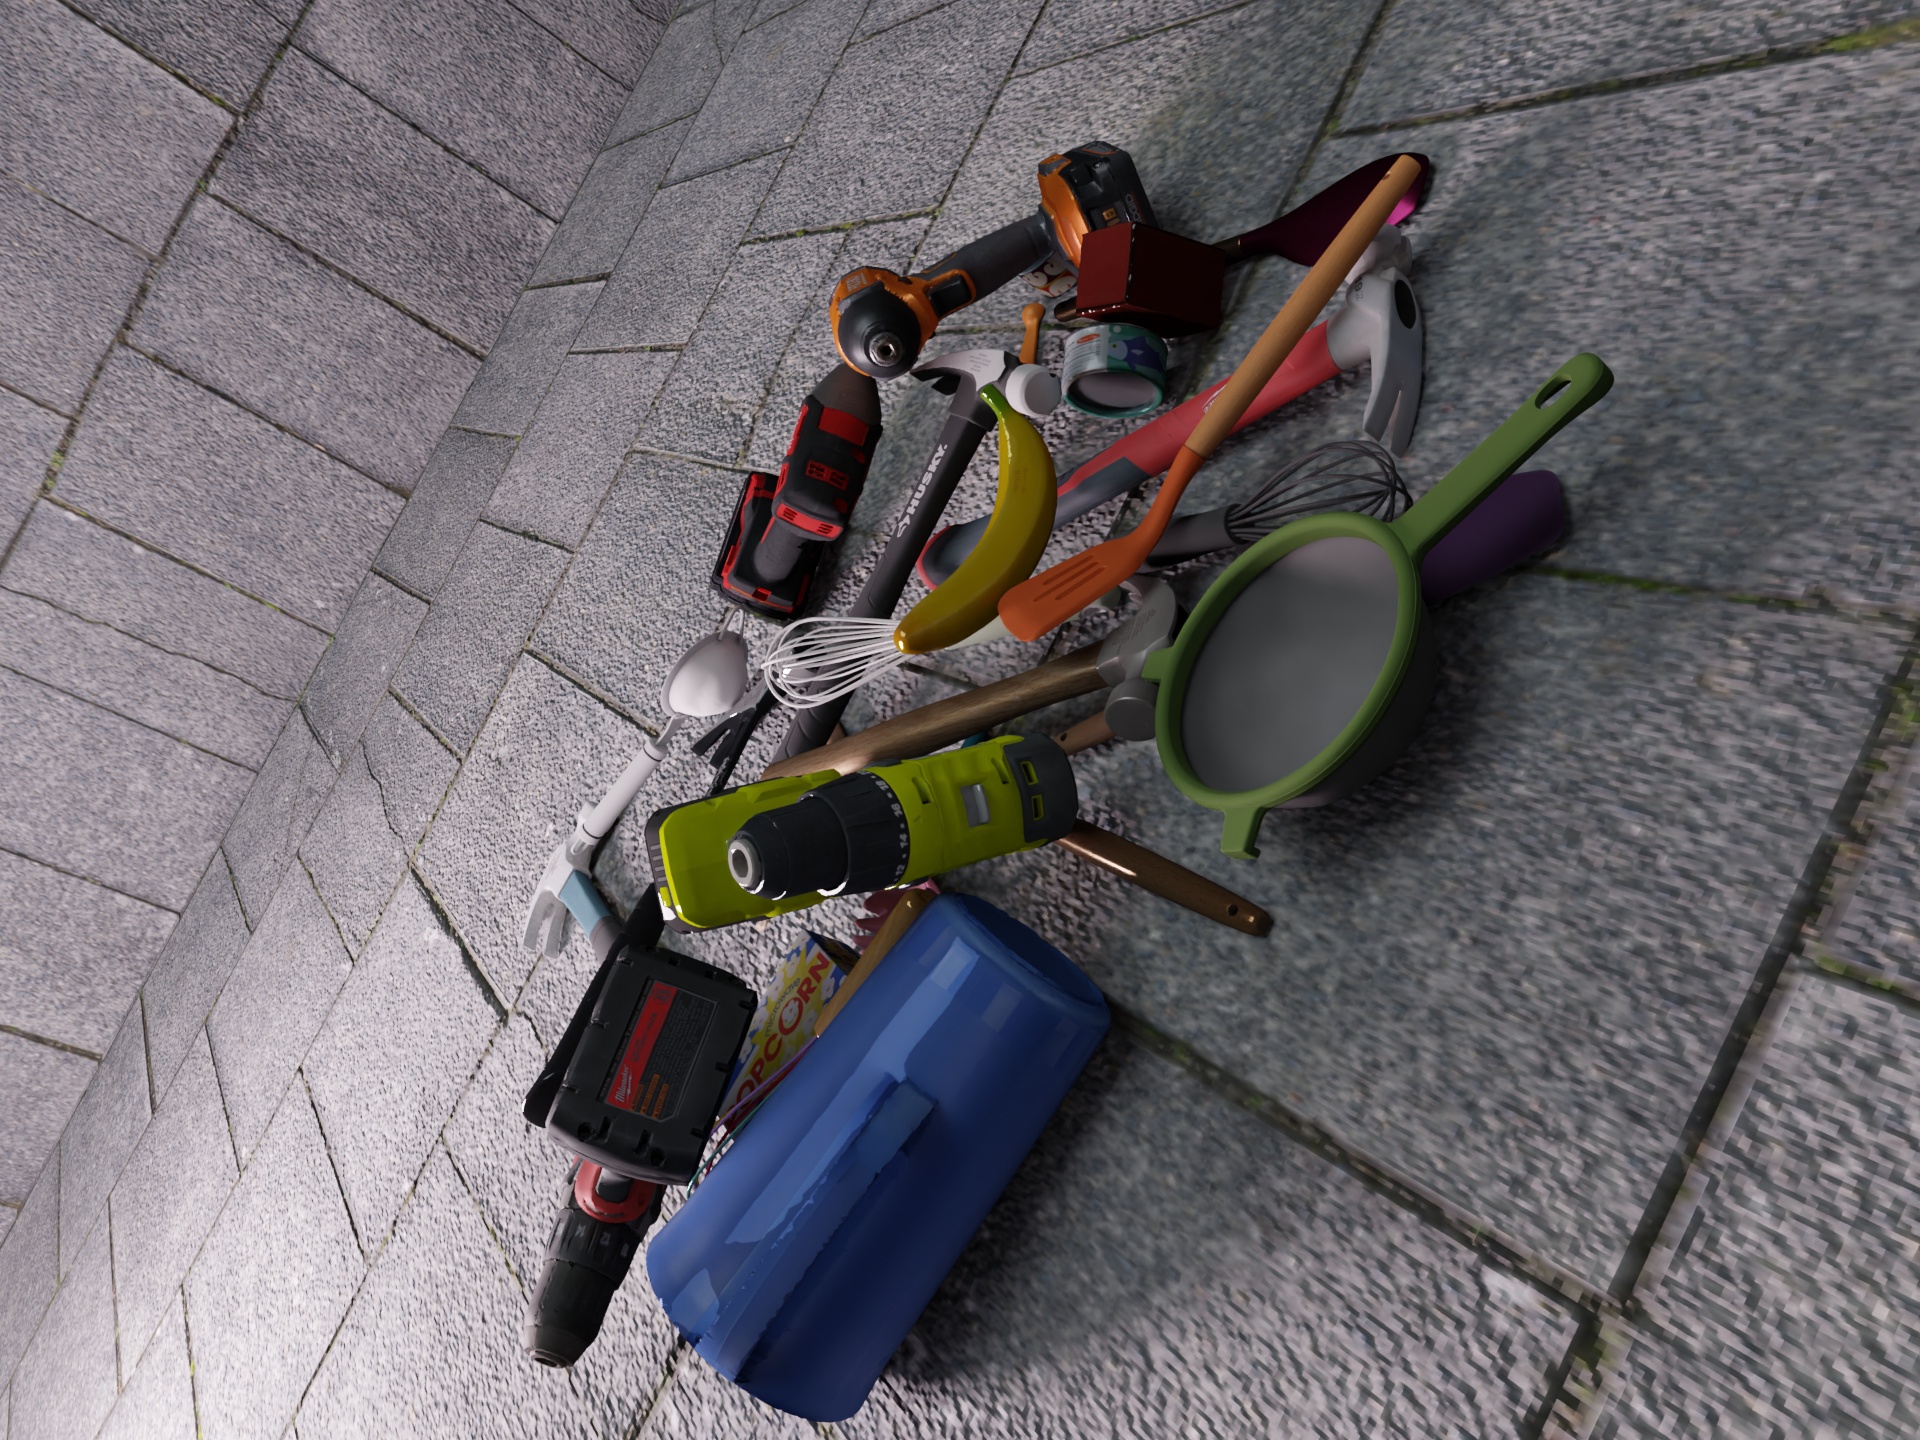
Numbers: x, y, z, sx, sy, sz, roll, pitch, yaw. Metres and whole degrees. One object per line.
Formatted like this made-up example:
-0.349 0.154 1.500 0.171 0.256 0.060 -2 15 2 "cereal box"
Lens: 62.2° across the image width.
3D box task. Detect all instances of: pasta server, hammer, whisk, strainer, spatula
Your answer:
-0.065 0.059 1.036 0.060 0.040 0.317 -45 32 9 "pasta server"
-0.200 0.104 1.093 0.149 0.036 0.409 -39 20 39 "hammer"
-0.278 0.171 1.257 0.128 0.033 0.331 -59 31 0 "hammer"
-0.017 -0.055 0.986 0.246 0.057 0.059 -12 75 23 "whisk"
0.105 -0.146 0.957 0.386 0.038 0.143 -25 47 44 "hammer"
-0.238 0.019 1.280 0.258 0.086 0.050 -49 66 18 "strainer"
0.146 -0.105 0.855 0.239 0.055 0.055 -8 58 58 "whisk"
-0.001 -0.003 0.941 0.331 0.031 0.130 -20 32 39 "hammer"
0.061 0.061 0.867 0.318 0.044 0.082 24 84 54 "spatula"
0.161 -0.043 0.809 0.316 0.018 0.060 -29 40 39 "spatula"
0.199 -0.051 0.713 0.256 0.069 0.152 -46 32 21 "strainer"
0.135 -0.169 0.857 0.322 0.041 0.081 -53 20 11 "spatula"
-0.084 0.183 0.862 0.245 0.051 0.047 -56 38 21 "whisk"
-0.051 -0.097 1.076 0.146 0.035 0.335 34 98 56 "hammer"

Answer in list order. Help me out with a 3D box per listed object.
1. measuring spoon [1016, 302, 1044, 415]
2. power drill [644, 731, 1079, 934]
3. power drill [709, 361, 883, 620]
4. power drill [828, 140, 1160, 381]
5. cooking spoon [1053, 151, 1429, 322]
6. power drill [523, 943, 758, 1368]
0.045 -0.263 1.166 0.021 0.011 0.117 -23 47 46 "measuring spoon"
-0.075 0.063 0.849 0.228 0.190 0.080 -16 87 52 "power drill"
-0.117 -0.174 1.199 0.219 0.078 0.143 138 150 -62 "power drill"
0.018 -0.301 1.070 0.226 0.084 0.164 -25 25 6 "power drill"
0.164 -0.296 1.014 0.319 0.017 0.069 -3 64 54 "cooking spoon"
-0.189 0.246 0.888 0.226 0.080 0.188 116 173 -53 "power drill"
